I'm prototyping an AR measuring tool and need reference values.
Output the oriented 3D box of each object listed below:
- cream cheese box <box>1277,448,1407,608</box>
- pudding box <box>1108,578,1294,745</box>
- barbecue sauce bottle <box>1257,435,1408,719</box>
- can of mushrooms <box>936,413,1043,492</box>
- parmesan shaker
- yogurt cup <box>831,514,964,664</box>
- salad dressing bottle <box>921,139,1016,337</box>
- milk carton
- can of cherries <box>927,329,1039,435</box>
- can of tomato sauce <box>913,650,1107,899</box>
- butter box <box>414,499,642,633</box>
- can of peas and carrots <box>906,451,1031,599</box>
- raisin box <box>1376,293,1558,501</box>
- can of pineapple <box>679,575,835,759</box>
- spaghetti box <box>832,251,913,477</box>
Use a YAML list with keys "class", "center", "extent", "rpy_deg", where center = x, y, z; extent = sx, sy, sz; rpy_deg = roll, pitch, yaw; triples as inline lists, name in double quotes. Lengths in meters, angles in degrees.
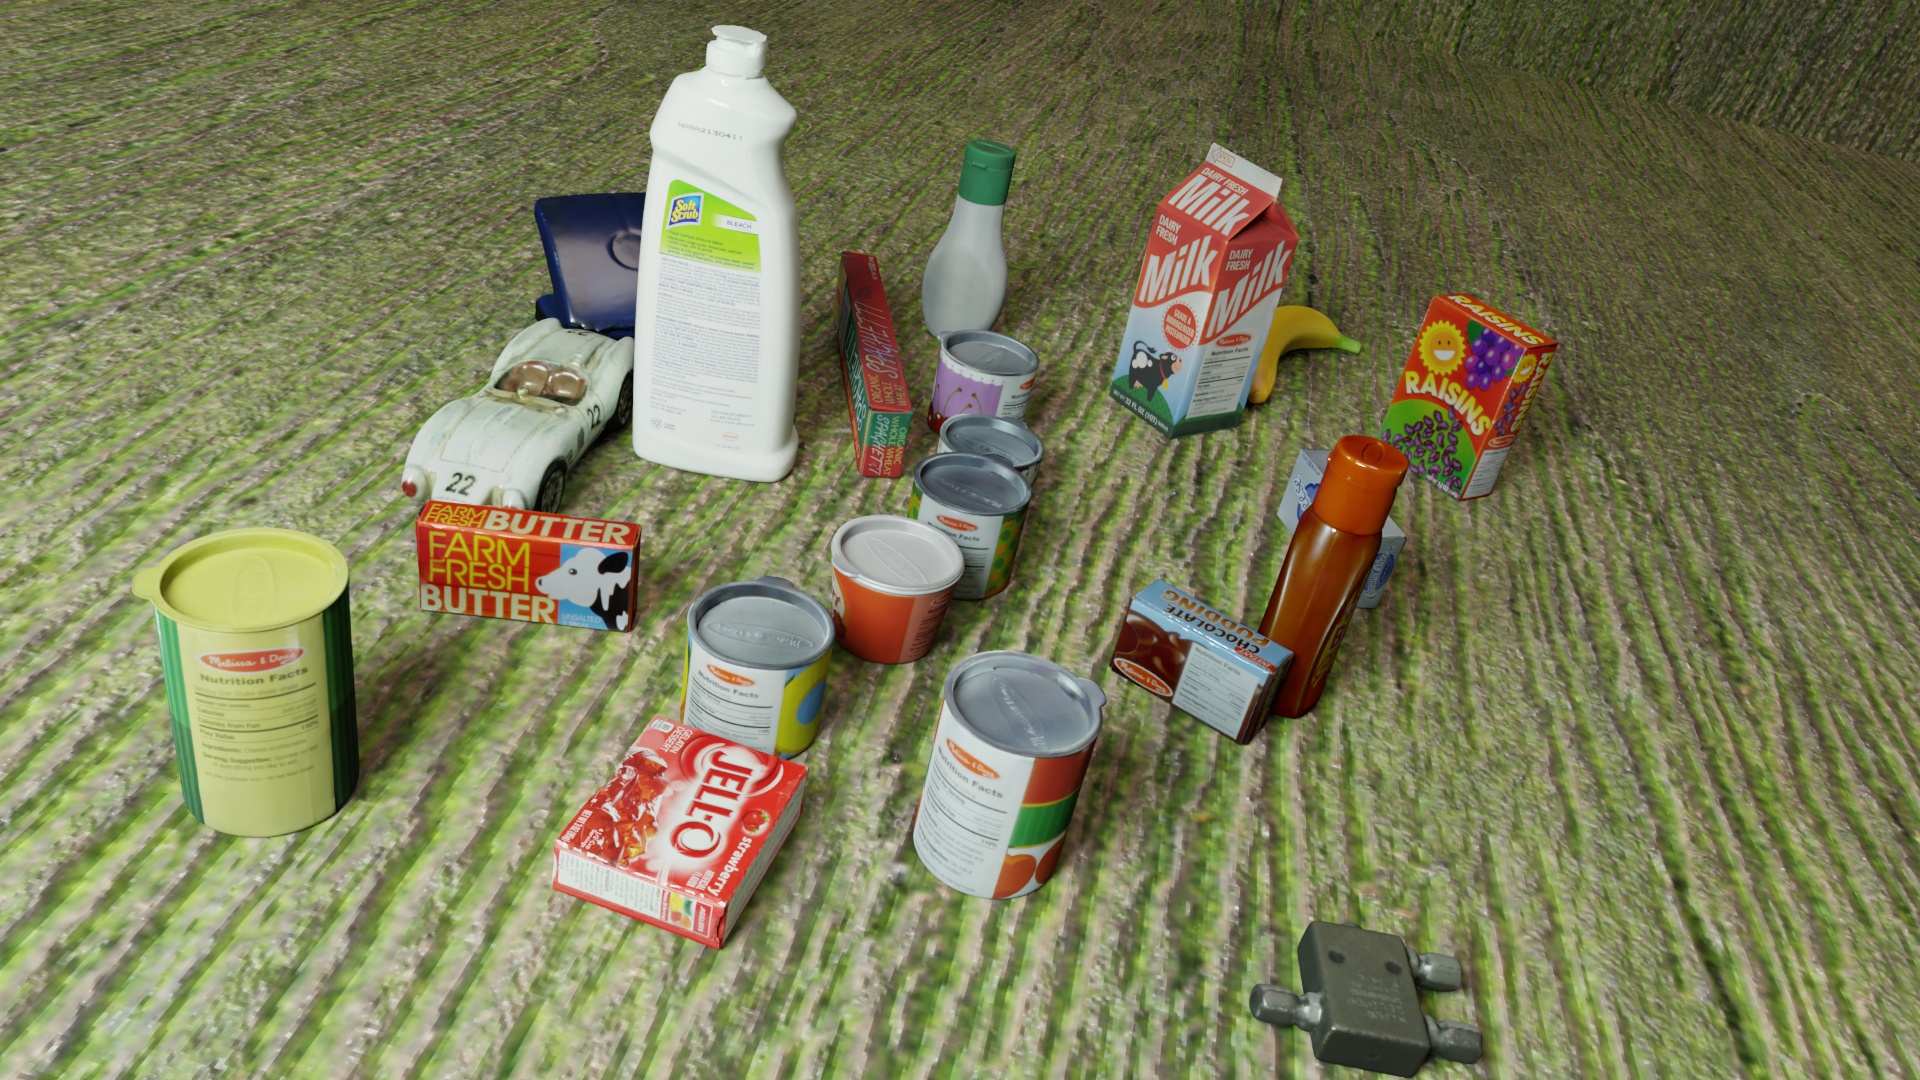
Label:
- class: "cream cheese box"
  center: [0.235, -0.009, 0.864]
  extent: [0.024, 0.053, 0.104]
  rpy_deg: [2, 33, -17]
- class: "pudding box"
  center: [0.123, 0.062, 0.717]
  extent: [0.084, 0.049, 0.030]
  rpy_deg: [29, 35, 25]
- class: "barbecue sauce bottle"
  center: [0.187, 0.018, 0.715]
  extent: [0.044, 0.147, 0.065]
  rpy_deg: [23, 33, 16]
- class: "can of mushrooms"
  center: [0.018, -0.051, 0.873]
  extent: [0.071, 0.033, 0.071]
  rpy_deg: [9, 32, -6]
- class: "parmesan shaker"
  center: [-0.274, 0.055, 0.538]
  extent: [0.071, 0.102, 0.072]
  rpy_deg: [9, 32, -6]
- class: "yogurt cup"
  center: [-0.036, 0.026, 0.713]
  extent: [0.072, 0.053, 0.073]
  rpy_deg: [9, 32, -6]
- class: "salad dressing bottle"
  center: [0.010, -0.220, 1.029]
  extent: [0.064, 0.146, 0.044]
  rpy_deg: [23, 33, 16]
- class: "milk carton"
  center: [0.173, -0.174, 0.974]
  extent: [0.074, 0.189, 0.072]
  rpy_deg: [-12, 39, -34]
- class: "can of cherries"
  center: [0.012, -0.102, 0.928]
  extent: [0.071, 0.058, 0.072]
  rpy_deg: [9, 32, -6]
- class: "can of tomato sauce"
  center: [0.020, 0.099, 0.590]
  extent: [0.071, 0.082, 0.071]
  rpy_deg: [9, 32, -6]
- class: "butter box"
  center: [-0.209, 0.013, 0.675]
  extent: [0.103, 0.052, 0.024]
  rpy_deg: [7, 32, -8]
- class: "can of peas and carrots"
  center: [0.003, -0.010, 0.779]
  extent: [0.071, 0.058, 0.071]
  rpy_deg: [9, 32, -6]
- class: "raisin box"
  center: [0.357, -0.102, 0.988]
  extent: [0.040, 0.122, 0.086]
  rpy_deg: [-10, 38, -32]
- class: "can of pineapple"
  center: [-0.093, 0.059, 0.638]
  extent: [0.071, 0.057, 0.071]
  rpy_deg: [9, 32, -6]
- class: "spaghetti box"
  center: [-0.063, -0.126, 0.948]
  extent: [0.029, 0.050, 0.251]
  rpy_deg: [5, 33, -13]
